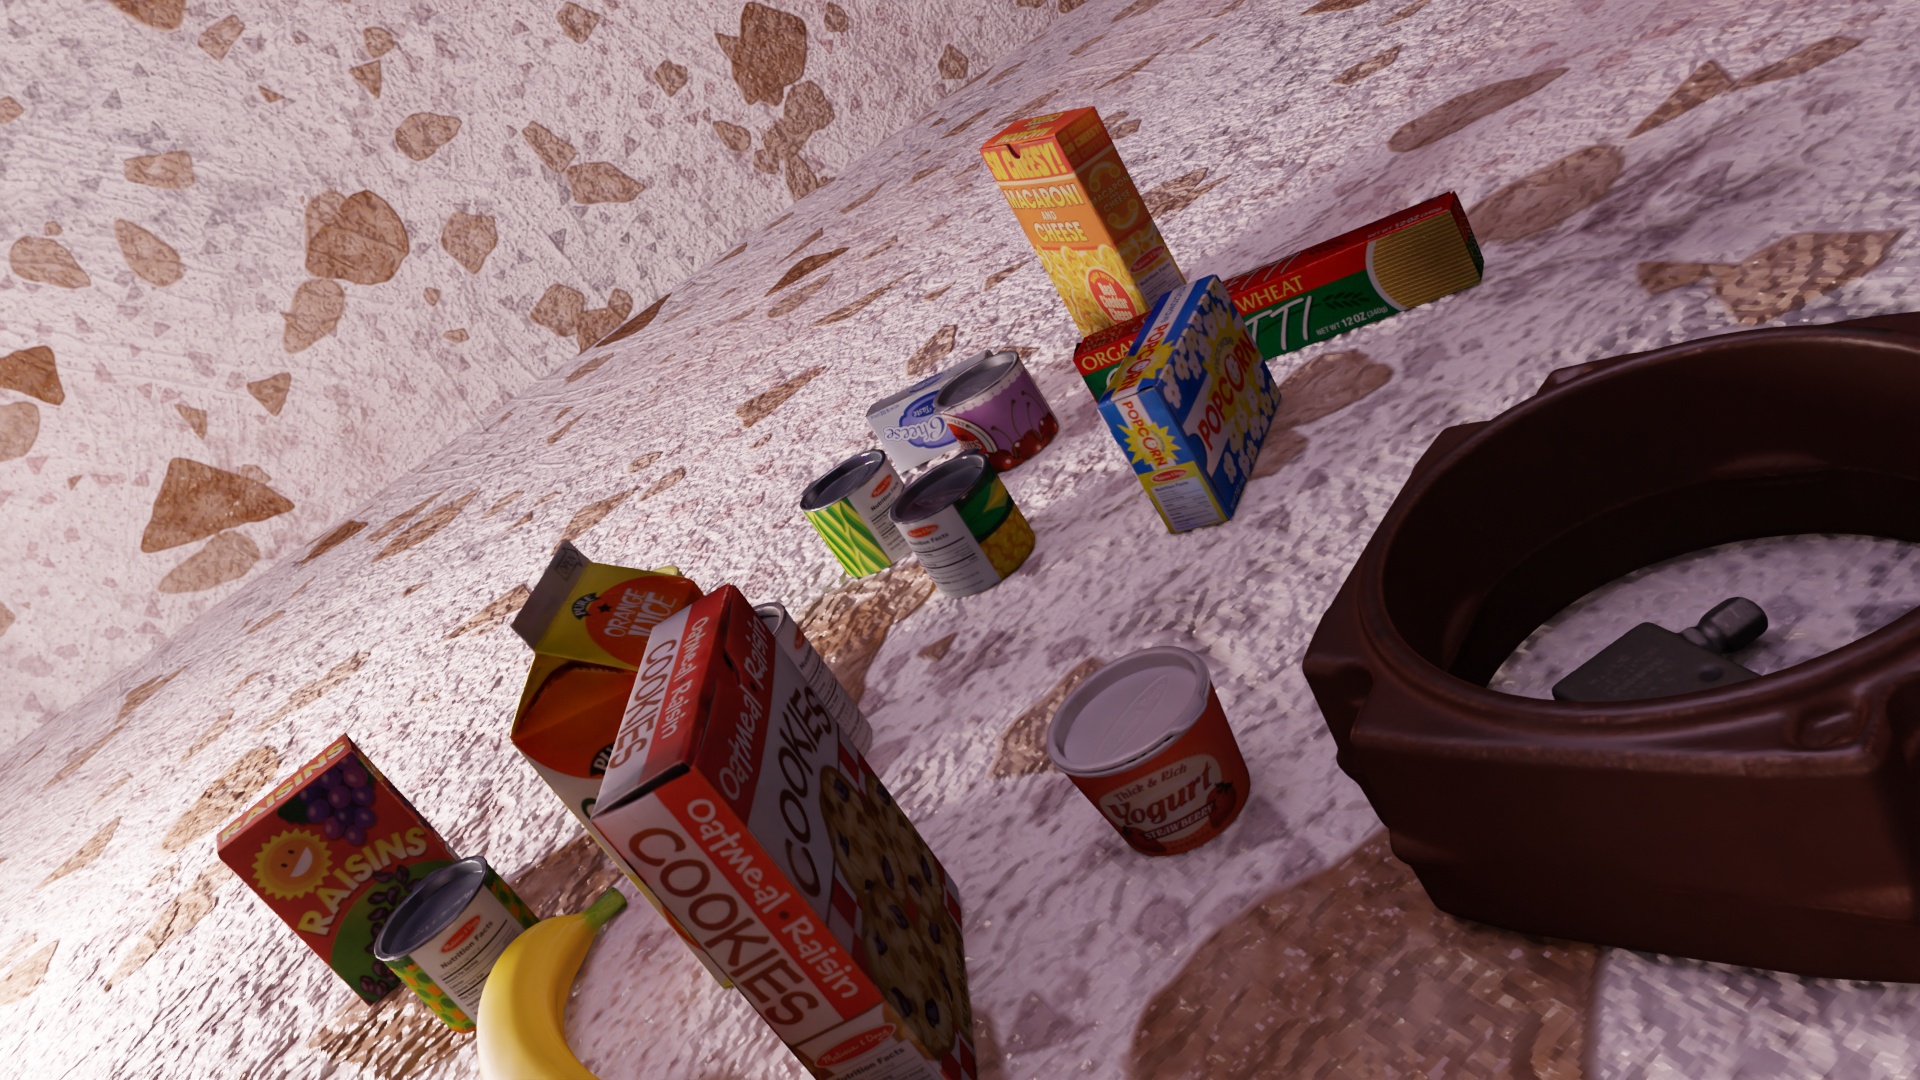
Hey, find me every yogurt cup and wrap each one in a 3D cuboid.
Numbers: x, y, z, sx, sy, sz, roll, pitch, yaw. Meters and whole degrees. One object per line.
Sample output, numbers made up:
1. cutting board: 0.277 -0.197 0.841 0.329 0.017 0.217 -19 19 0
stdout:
1. yogurt cup: 0.074 0.081 0.526 0.072 0.053 0.073 -28 22 13

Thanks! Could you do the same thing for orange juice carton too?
1. orange juice carton: -0.117 0.089 0.582 0.073 0.192 0.072 -26 23 17

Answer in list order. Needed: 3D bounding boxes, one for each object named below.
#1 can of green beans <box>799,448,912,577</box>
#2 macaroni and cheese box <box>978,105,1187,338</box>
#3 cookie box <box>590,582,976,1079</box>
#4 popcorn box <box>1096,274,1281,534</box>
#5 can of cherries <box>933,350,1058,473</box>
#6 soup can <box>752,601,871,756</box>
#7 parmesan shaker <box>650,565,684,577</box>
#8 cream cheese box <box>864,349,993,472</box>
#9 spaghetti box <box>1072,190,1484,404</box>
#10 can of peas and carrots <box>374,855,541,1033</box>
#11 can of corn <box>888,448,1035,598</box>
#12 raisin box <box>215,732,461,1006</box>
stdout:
1. can of green beans: -0.062 -0.018 0.911 0.071 0.057 0.071 -28 22 13
2. macaroni and cheese box: 0.090 -0.216 0.974 0.040 0.166 0.124 -38 22 -12
3. cookie box: -0.053 0.111 0.485 0.040 0.167 0.123 -30 22 9
4. popcorn box: 0.125 -0.075 0.741 0.038 0.085 0.127 -16 27 36
5. can of cherries: 0.022 -0.084 0.934 0.071 0.058 0.072 -28 22 13
6. soup can: -0.096 0.085 0.707 0.071 0.083 0.071 -28 22 13
7. parmesan shaker: -0.159 0.076 0.785 0.071 0.103 0.071 -28 22 13
8. cream cheese box: -0.011 -0.093 1.003 0.103 0.053 0.024 -23 24 23
9. spaghetti box: 0.183 -0.137 0.839 0.249 0.050 0.029 -18 26 32
10. can of peas and carrots: -0.249 0.203 0.701 0.071 0.058 0.071 -28 22 13
11. can of corn: 0.003 -0.010 0.807 0.071 0.058 0.071 -28 22 13
12. raisin box: -0.336 0.183 0.773 0.086 0.123 0.040 -41 23 -18
